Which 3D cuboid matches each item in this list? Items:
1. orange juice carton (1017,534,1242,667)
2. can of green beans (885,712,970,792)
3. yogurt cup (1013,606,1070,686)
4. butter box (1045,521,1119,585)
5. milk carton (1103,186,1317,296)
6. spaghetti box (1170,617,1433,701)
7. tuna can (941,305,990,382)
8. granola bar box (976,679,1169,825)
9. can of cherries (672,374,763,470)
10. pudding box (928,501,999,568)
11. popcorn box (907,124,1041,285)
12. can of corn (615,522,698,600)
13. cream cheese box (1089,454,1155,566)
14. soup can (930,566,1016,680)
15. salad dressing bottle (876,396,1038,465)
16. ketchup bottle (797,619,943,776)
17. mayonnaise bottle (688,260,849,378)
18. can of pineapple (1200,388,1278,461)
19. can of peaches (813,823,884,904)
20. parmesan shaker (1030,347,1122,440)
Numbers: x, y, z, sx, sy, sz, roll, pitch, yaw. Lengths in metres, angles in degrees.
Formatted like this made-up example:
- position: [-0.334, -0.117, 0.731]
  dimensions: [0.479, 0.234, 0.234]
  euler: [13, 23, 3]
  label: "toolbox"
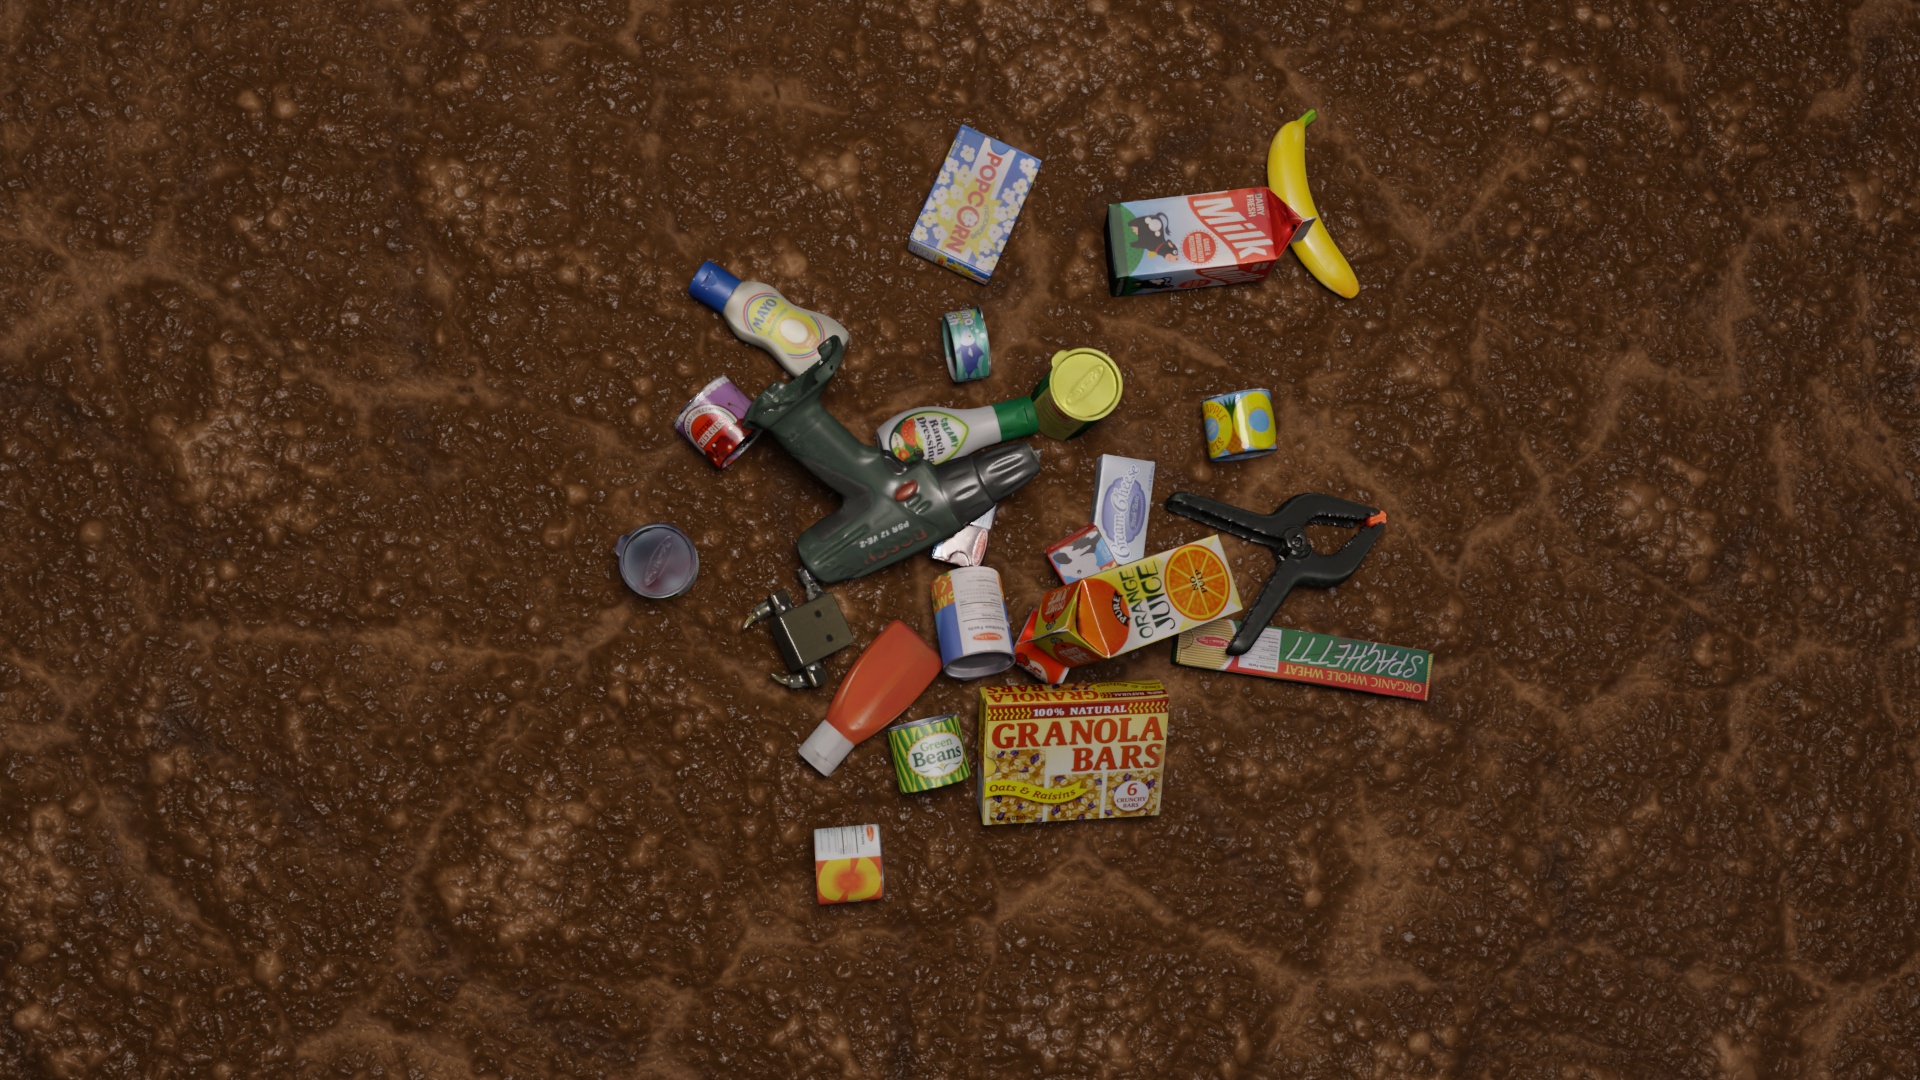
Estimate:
- position: [0.145, 0.059, 1.222]
  dimensions: [0.193, 0.071, 0.073]
  euler: [-17, 86, -27]
  label: "orange juice carton"
- position: [-0.029, 0.190, 1.243]
  dimensions: [0.071, 0.071, 0.058]
  euler: [-12, 86, -9]
  label: "can of green beans"
- position: [0.079, 0.096, 1.270]
  dimensions: [0.054, 0.072, 0.072]
  euler: [26, 81, 4]
  label: "yogurt cup"
- position: [0.126, 0.040, 1.284]
  dimensions: [0.053, 0.024, 0.103]
  euler: [-30, 103, 4]
  label: "butter box"
- position: [0.235, -0.284, 1.315]
  dimensions: [0.191, 0.072, 0.073]
  euler: [-6, 84, 1]
  label: "milk carton"
- position: [0.324, 0.111, 1.318]
  dimensions: [0.250, 0.028, 0.050]
  euler: [9, 83, -6]
  label: "spaghetti box"
- position: [0.005, -0.183, 1.288]
  dimensions: [0.033, 0.071, 0.071]
  euler: [-10, 85, -8]
  label: "tuna can"
- position: [0.100, 0.190, 1.248]
  dimensions: [0.166, 0.039, 0.123]
  euler: [-2, 111, -8]
  label: "granola bar box"
- position: [-0.216, -0.105, 1.249]
  dimensions: [0.058, 0.071, 0.071]
  euler: [45, 80, -2]
  label: "can of cherries"
- position: [0.005, -0.016, 1.289]
  dimensions: [0.050, 0.030, 0.084]
  euler: [15, 82, -7]
  label: "pudding box"
- position: [0.013, -0.318, 1.321]
  dimensions: [0.085, 0.038, 0.127]
  euler: [24, 81, -3]
  label: "popcorn box"
- position: [-0.269, 0.019, 1.234]
  dimensions: [0.071, 0.058, 0.071]
  euler: [1, 84, -7]
  label: "can of corn"
- position: [0.150, -0.026, 1.313]
  dimensions: [0.053, 0.024, 0.104]
  euler: [9, 82, -5]
  label: "cream cheese box"
- position: [0.010, 0.075, 1.253]
  dimensions: [0.071, 0.071, 0.084]
  euler: [-6, 65, -8]
  label: "soup can"
- position: [-0.002, -0.100, 1.291]
  dimensions: [0.148, 0.044, 0.064]
  euler: [-15, 89, -9]
  label: "salad dressing bottle"
- position: [-0.084, 0.145, 1.252]
  dimensions: [0.064, 0.043, 0.149]
  euler: [42, 80, -5]
  label: "ketchup bottle"
- position: [-0.179, -0.204, 1.280]
  dimensions: [0.148, 0.041, 0.065]
  euler: [32, 82, -4]
  label: "mayonnaise bottle"
- position: [0.263, -0.108, 1.316]
  dimensions: [0.071, 0.071, 0.058]
  euler: [-7, 85, -8]
  label: "can of pineapple"
- position: [-0.099, 0.287, 1.223]
  dimensions: [0.058, 0.071, 0.071]
  euler: [-3, 84, -8]
  label: "can of peaches"
- position: [0.103, -0.135, 1.279]
  dimensions: [0.071, 0.103, 0.071]
  euler: [1, 84, -8]
  label: "parmesan shaker"
